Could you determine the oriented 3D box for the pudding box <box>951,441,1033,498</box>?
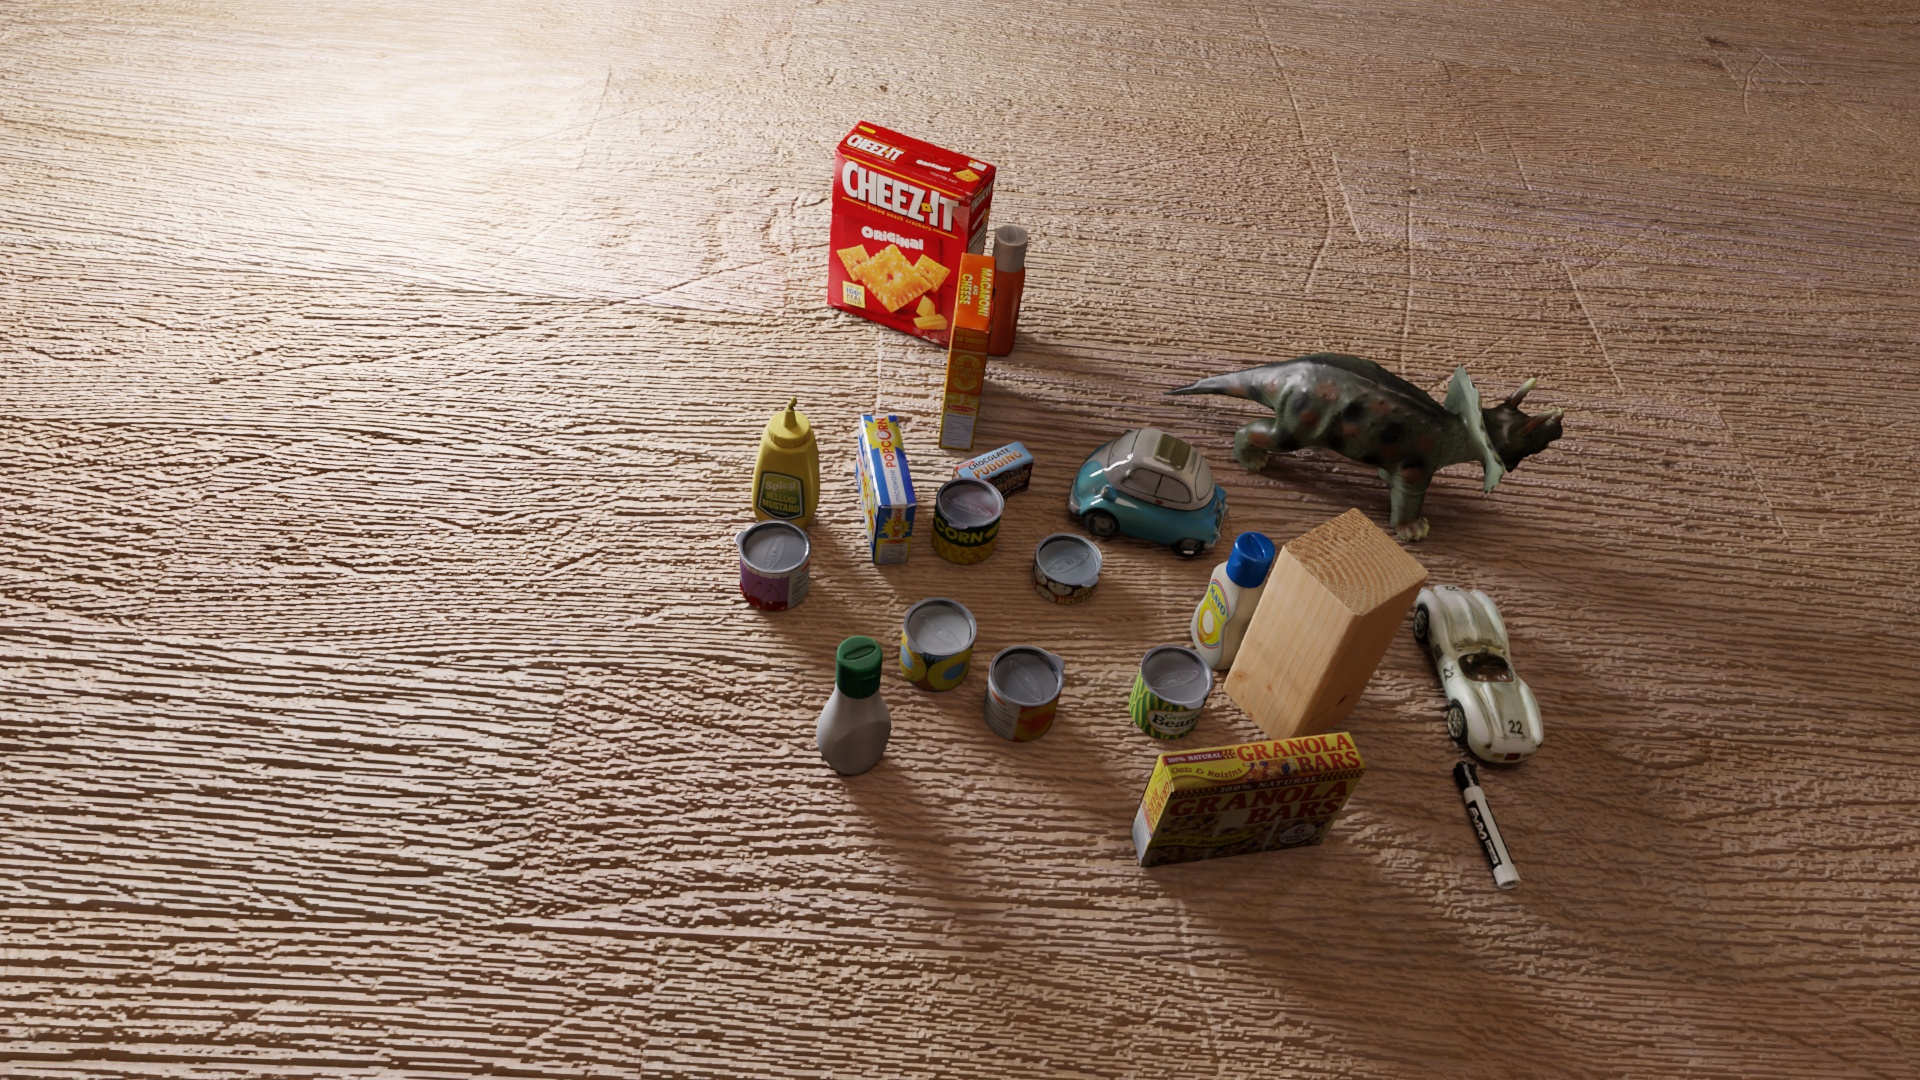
[{"bbox_3d":[0.031,-0.064,1.413,0.084,0.049,0.030,-23,55,-26],"label":"pudding box"}]

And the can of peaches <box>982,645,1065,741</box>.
[{"bbox_3d":[0.057,0.135,1.232,0.071,0.057,0.071,4,48,-5],"label":"can of peaches"}]

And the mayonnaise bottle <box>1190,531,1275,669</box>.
[{"bbox_3d":[0.251,0.053,1.275,0.041,0.147,0.065,-9,50,-16],"label":"mayonnaise bottle"}]

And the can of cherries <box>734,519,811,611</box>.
[{"bbox_3d":[-0.176,0.023,1.298,0.071,0.058,0.072,4,48,-5],"label":"can of cherries"}]

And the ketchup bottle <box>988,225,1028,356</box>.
[{"bbox_3d":[0.048,-0.279,1.542,0.043,0.148,0.065,1,48,-7],"label":"ketchup bottle"}]

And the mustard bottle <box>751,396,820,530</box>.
[{"bbox_3d":[-0.165,-0.075,1.320,0.065,0.159,0.049,10,48,1],"label":"mustard bottle"}]

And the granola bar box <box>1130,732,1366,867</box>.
[{"bbox_3d":[0.233,0.213,1.144,0.166,0.123,0.039,-4,49,-12],"label":"granola bar box"}]

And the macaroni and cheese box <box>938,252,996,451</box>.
[{"bbox_3d":[0.008,-0.195,1.449,0.040,0.165,0.124,7,48,-2],"label":"macaroni and cheese box"}]

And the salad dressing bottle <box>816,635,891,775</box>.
[{"bbox_3d":[-0.086,0.137,1.149,0.064,0.146,0.044,-17,53,-22],"label":"salad dressing bottle"}]

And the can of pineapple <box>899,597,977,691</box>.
[{"bbox_3d":[-0.023,0.095,1.257,0.071,0.057,0.071,4,48,-5],"label":"can of pineapple"}]

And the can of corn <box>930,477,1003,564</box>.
[{"bbox_3d":[0.005,-0.017,1.361,0.071,0.058,0.071,4,48,-5],"label":"can of corn"}]

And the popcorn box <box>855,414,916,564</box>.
[{"bbox_3d":[-0.074,-0.051,1.362,0.038,0.084,0.127,-4,49,-12],"label":"popcorn box"}]

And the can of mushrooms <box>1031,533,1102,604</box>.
[{"bbox_3d":[0.104,0.029,1.351,0.071,0.033,0.071,4,48,-5],"label":"can of mushrooms"}]

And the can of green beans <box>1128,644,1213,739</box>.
[{"bbox_3d":[0.189,0.137,1.251,0.071,0.057,0.071,4,48,-5],"label":"can of green beans"}]
